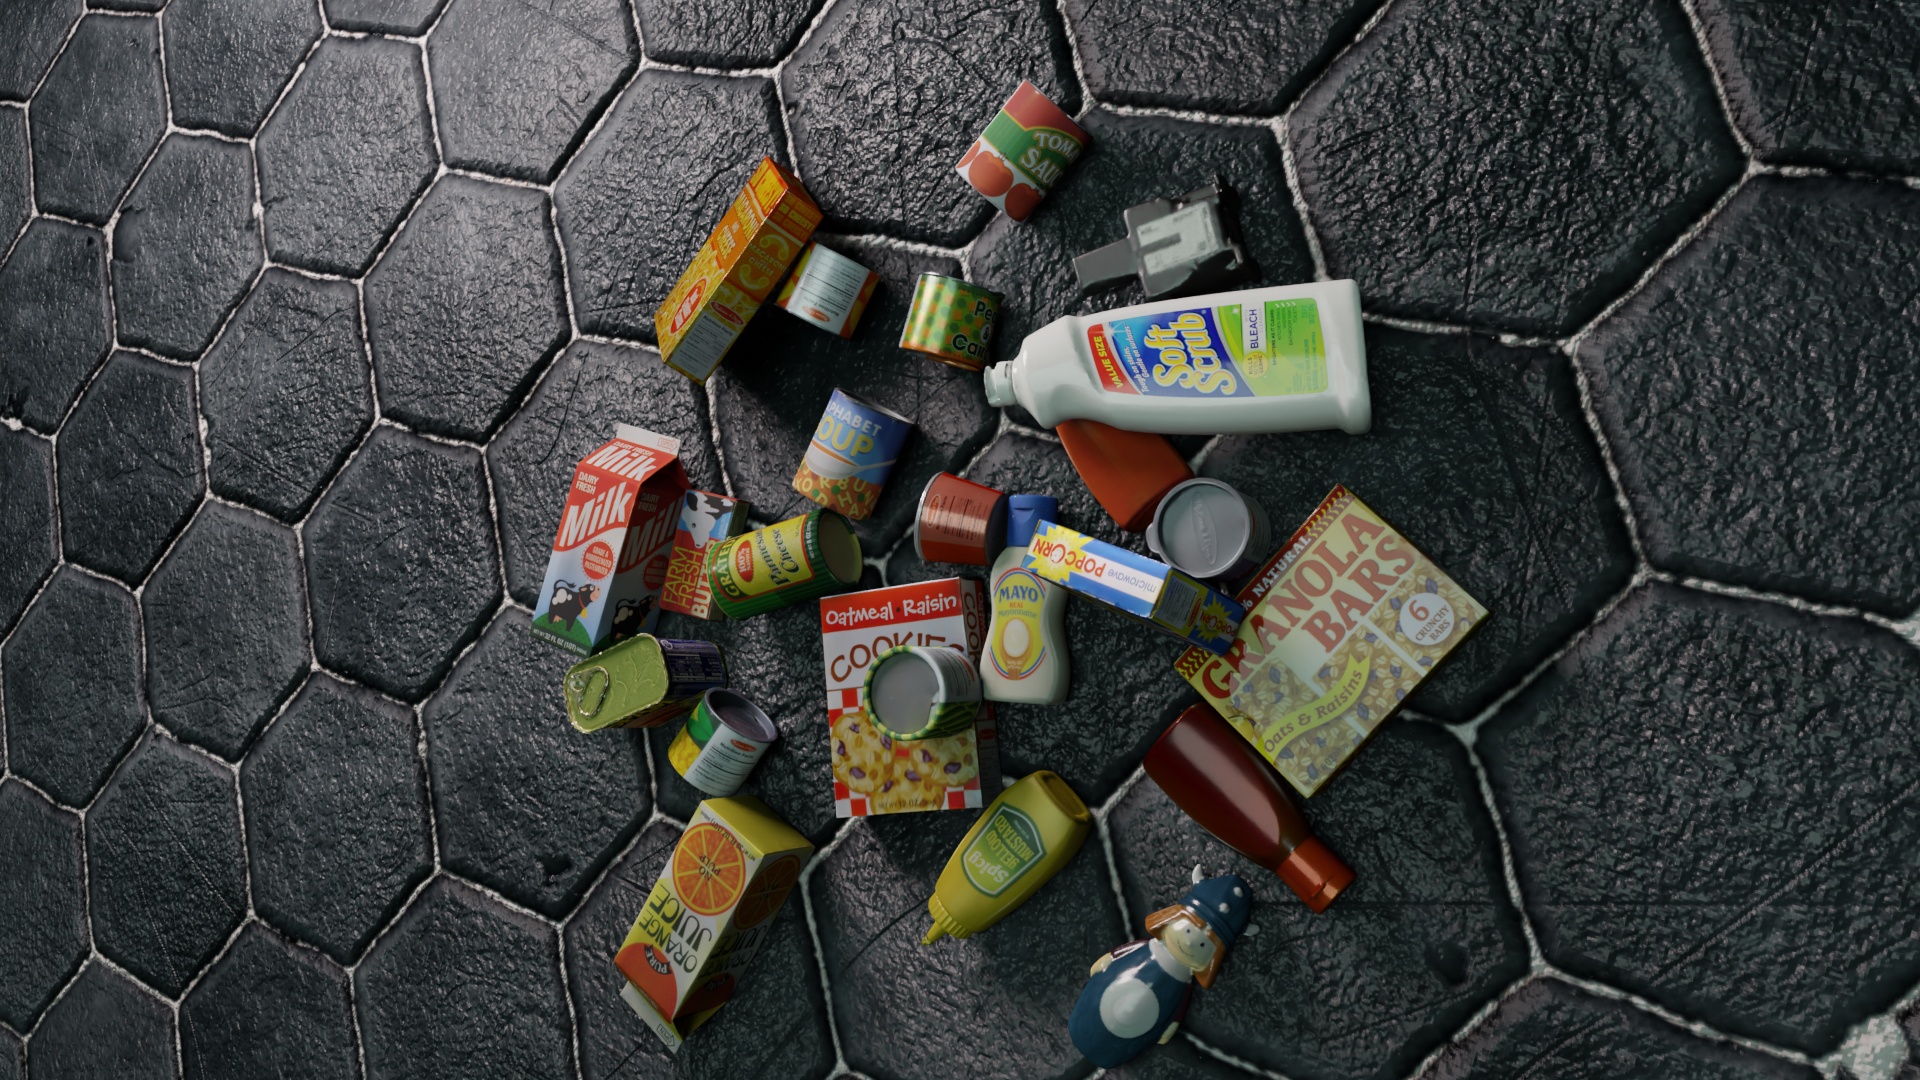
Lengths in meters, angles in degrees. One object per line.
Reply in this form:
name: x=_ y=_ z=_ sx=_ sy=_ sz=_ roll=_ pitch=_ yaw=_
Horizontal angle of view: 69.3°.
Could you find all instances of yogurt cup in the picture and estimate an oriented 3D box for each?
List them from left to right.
yogurt cup: x=0.004 y=-0.013 z=1.016 sx=0.054 sy=0.072 sz=0.072 roll=12 pitch=90 yaw=19

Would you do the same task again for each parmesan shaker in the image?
parmesan shaker: x=-0.137 y=0.015 z=1.082 sx=0.103 sy=0.071 sz=0.071 roll=-18 pitch=76 yaw=24

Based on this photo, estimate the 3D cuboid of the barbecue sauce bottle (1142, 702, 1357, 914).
barbecue sauce bottle: x=0.191 y=0.177 z=0.908 sx=0.149 sy=0.044 sz=0.064 roll=45 pitch=111 yaw=23

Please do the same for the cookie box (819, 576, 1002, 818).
cookie box: x=-0.038 y=0.117 z=1.034 sx=0.123 sy=0.040 sz=0.167 roll=-9 pitch=81 yaw=26

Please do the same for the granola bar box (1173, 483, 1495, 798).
granola bar box: x=0.239 y=0.065 z=0.900 sx=0.124 sy=0.039 sz=0.165 roll=46 pitch=104 yaw=24

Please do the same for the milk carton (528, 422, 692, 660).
milk carton: x=-0.284 y=0.001 z=1.154 sx=0.072 sy=0.073 sz=0.190 roll=17 pitch=91 yaw=28

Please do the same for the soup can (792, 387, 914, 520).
soup can: x=-0.084 y=-0.066 z=1.062 sx=0.071 sy=0.071 sz=0.083 roll=29 pitch=97 yaw=27

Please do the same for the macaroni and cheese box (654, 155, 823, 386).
macaroni and cheese box: x=-0.180 y=-0.218 z=1.113 sx=0.166 sy=0.040 sz=0.124 roll=-51 pitch=28 yaw=12

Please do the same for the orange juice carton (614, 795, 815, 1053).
orange juice carton: x=-0.199 y=0.297 z=1.075 sx=0.072 sy=0.073 sz=0.192 roll=34 pitch=100 yaw=26

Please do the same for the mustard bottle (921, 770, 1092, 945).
mustard bottle: x=0.023 y=0.236 z=0.983 sx=0.065 sy=0.049 sz=0.160 roll=46 pitch=104 yaw=25

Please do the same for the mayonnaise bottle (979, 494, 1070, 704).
mayonnaise bottle: x=0.049 y=0.042 z=0.998 sx=0.065 sy=0.041 sz=0.148 roll=0 pitch=85 yaw=28

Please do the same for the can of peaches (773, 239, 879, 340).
can of peaches: x=-0.105 y=-0.198 z=1.093 sx=0.071 sy=0.071 sz=0.058 roll=30 pitch=98 yaw=27

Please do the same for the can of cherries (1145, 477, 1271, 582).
can of cherries: x=0.167 y=-0.006 z=0.934 sx=0.071 sy=0.058 sz=0.071 roll=-3 pitch=84 yaw=27

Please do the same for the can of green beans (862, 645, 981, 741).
can of green beans: x=-0.027 y=0.107 z=0.973 sx=0.071 sy=0.058 sz=0.071 roll=-3 pitch=84 yaw=26

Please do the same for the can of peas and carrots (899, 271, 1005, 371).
can of peas and carrots: x=-0.005 y=-0.162 z=1.036 sx=0.071 sy=0.071 sz=0.058 roll=17 pitch=93 yaw=28

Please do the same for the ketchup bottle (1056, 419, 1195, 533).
ketchup bottle: x=0.099 y=-0.079 z=0.986 sx=0.064 sy=0.043 sz=0.149 roll=-41 pitch=68 yaw=11

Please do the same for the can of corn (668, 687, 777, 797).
can of corn: x=-0.187 y=0.157 z=1.092 sx=0.071 sy=0.071 sz=0.058 roll=41 pitch=103 yaw=25

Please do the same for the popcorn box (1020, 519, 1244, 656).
popcorn box: x=0.113 y=0.031 z=0.919 sx=0.127 sy=0.085 sz=0.038 roll=22 pitch=88 yaw=48

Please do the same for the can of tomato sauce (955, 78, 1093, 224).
can of tomato sauce: x=0.048 y=-0.285 z=1.024 sx=0.083 sy=0.071 sz=0.071 roll=-49 pitch=66 yaw=15

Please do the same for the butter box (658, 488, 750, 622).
butter box: x=-0.211 y=0.012 z=1.143 sx=0.053 sy=0.024 sz=0.103 roll=13 pitch=90 yaw=27
